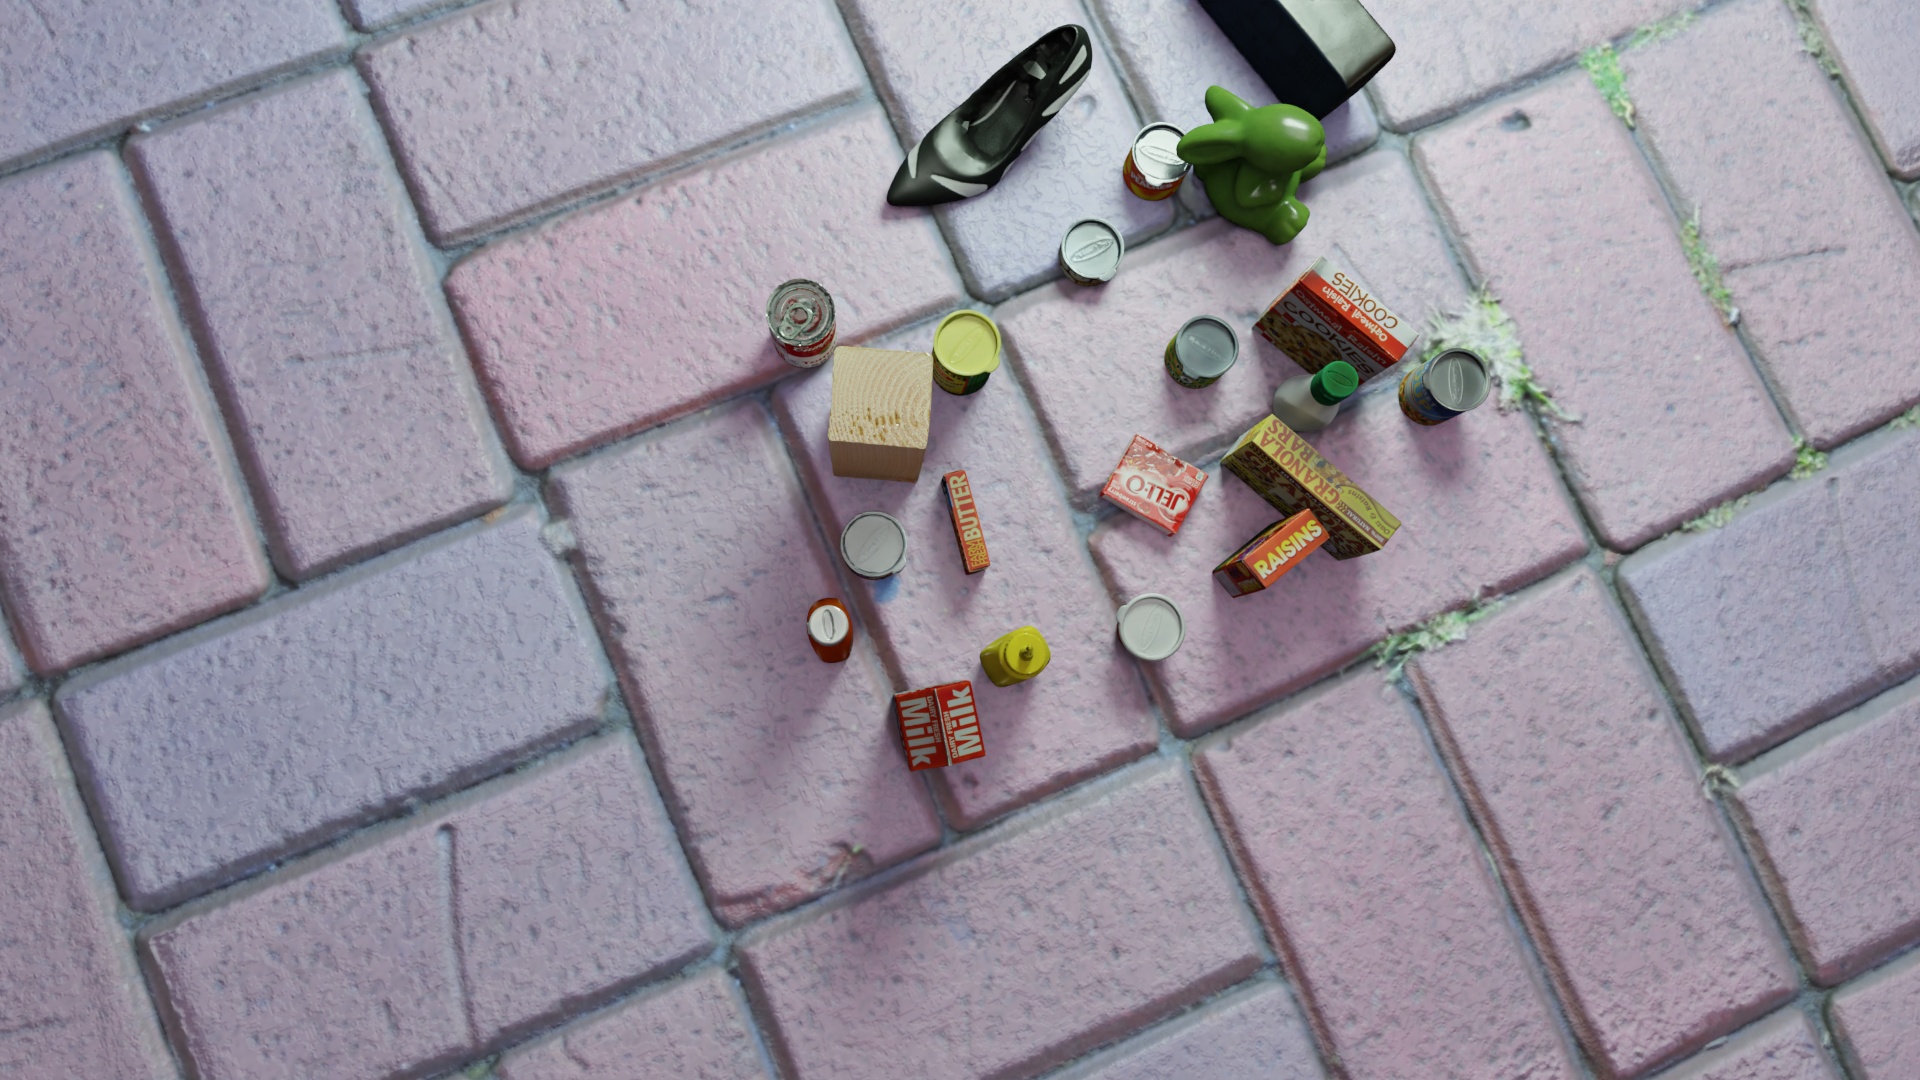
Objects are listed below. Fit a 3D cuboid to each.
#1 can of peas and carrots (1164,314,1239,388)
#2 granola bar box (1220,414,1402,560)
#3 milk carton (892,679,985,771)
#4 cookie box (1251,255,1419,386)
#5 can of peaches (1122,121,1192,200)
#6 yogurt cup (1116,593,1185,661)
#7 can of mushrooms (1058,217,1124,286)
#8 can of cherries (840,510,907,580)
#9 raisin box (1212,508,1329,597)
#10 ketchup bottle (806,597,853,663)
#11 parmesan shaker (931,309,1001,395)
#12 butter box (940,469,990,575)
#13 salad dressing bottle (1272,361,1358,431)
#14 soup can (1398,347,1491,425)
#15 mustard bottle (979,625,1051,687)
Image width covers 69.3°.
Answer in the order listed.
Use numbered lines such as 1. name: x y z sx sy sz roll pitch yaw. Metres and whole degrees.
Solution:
1. can of peas and carrots: 0.249 -0.193 1.445 0.071 0.058 0.071 0 84 -4
2. granola bar box: 0.350 -0.050 1.402 0.165 0.124 0.039 40 83 1
3. milk carton: -0.021 0.174 1.317 0.073 0.190 0.072 -11 85 -5
4. cookie box: 0.373 -0.211 1.401 0.123 0.167 0.040 39 83 1
5. can of peaches: 0.207 -0.397 1.467 0.071 0.058 0.071 0 83 -4
6. yogurt cup: 0.190 0.089 1.410 0.072 0.054 0.072 0 83 -4
7. can of mushrooms: 0.138 -0.301 1.463 0.071 0.033 0.071 0 83 -4
8. can of cherries: -0.086 0.008 1.398 0.071 0.058 0.071 0 83 -4
9. raisin box: 0.309 0.014 1.392 0.086 0.123 0.040 -37 87 -7
10. ketchup bottle: -0.126 0.085 1.341 0.043 0.148 0.065 -8 84 -5
11. parmesan shaker: 0.005 -0.186 1.405 0.071 0.103 0.071 0 84 -4
12. butter box: 0.005 -0.018 1.410 0.024 0.053 0.103 -15 85 -5
13. salad dressing bottle: 0.360 -0.146 1.402 0.064 0.147 0.044 29 83 0
14. soup can: 0.499 -0.159 1.446 0.071 0.083 0.071 0 84 -4
15. mustard bottle: 0.057 0.112 1.345 0.065 0.160 0.049 -30 87 -6
